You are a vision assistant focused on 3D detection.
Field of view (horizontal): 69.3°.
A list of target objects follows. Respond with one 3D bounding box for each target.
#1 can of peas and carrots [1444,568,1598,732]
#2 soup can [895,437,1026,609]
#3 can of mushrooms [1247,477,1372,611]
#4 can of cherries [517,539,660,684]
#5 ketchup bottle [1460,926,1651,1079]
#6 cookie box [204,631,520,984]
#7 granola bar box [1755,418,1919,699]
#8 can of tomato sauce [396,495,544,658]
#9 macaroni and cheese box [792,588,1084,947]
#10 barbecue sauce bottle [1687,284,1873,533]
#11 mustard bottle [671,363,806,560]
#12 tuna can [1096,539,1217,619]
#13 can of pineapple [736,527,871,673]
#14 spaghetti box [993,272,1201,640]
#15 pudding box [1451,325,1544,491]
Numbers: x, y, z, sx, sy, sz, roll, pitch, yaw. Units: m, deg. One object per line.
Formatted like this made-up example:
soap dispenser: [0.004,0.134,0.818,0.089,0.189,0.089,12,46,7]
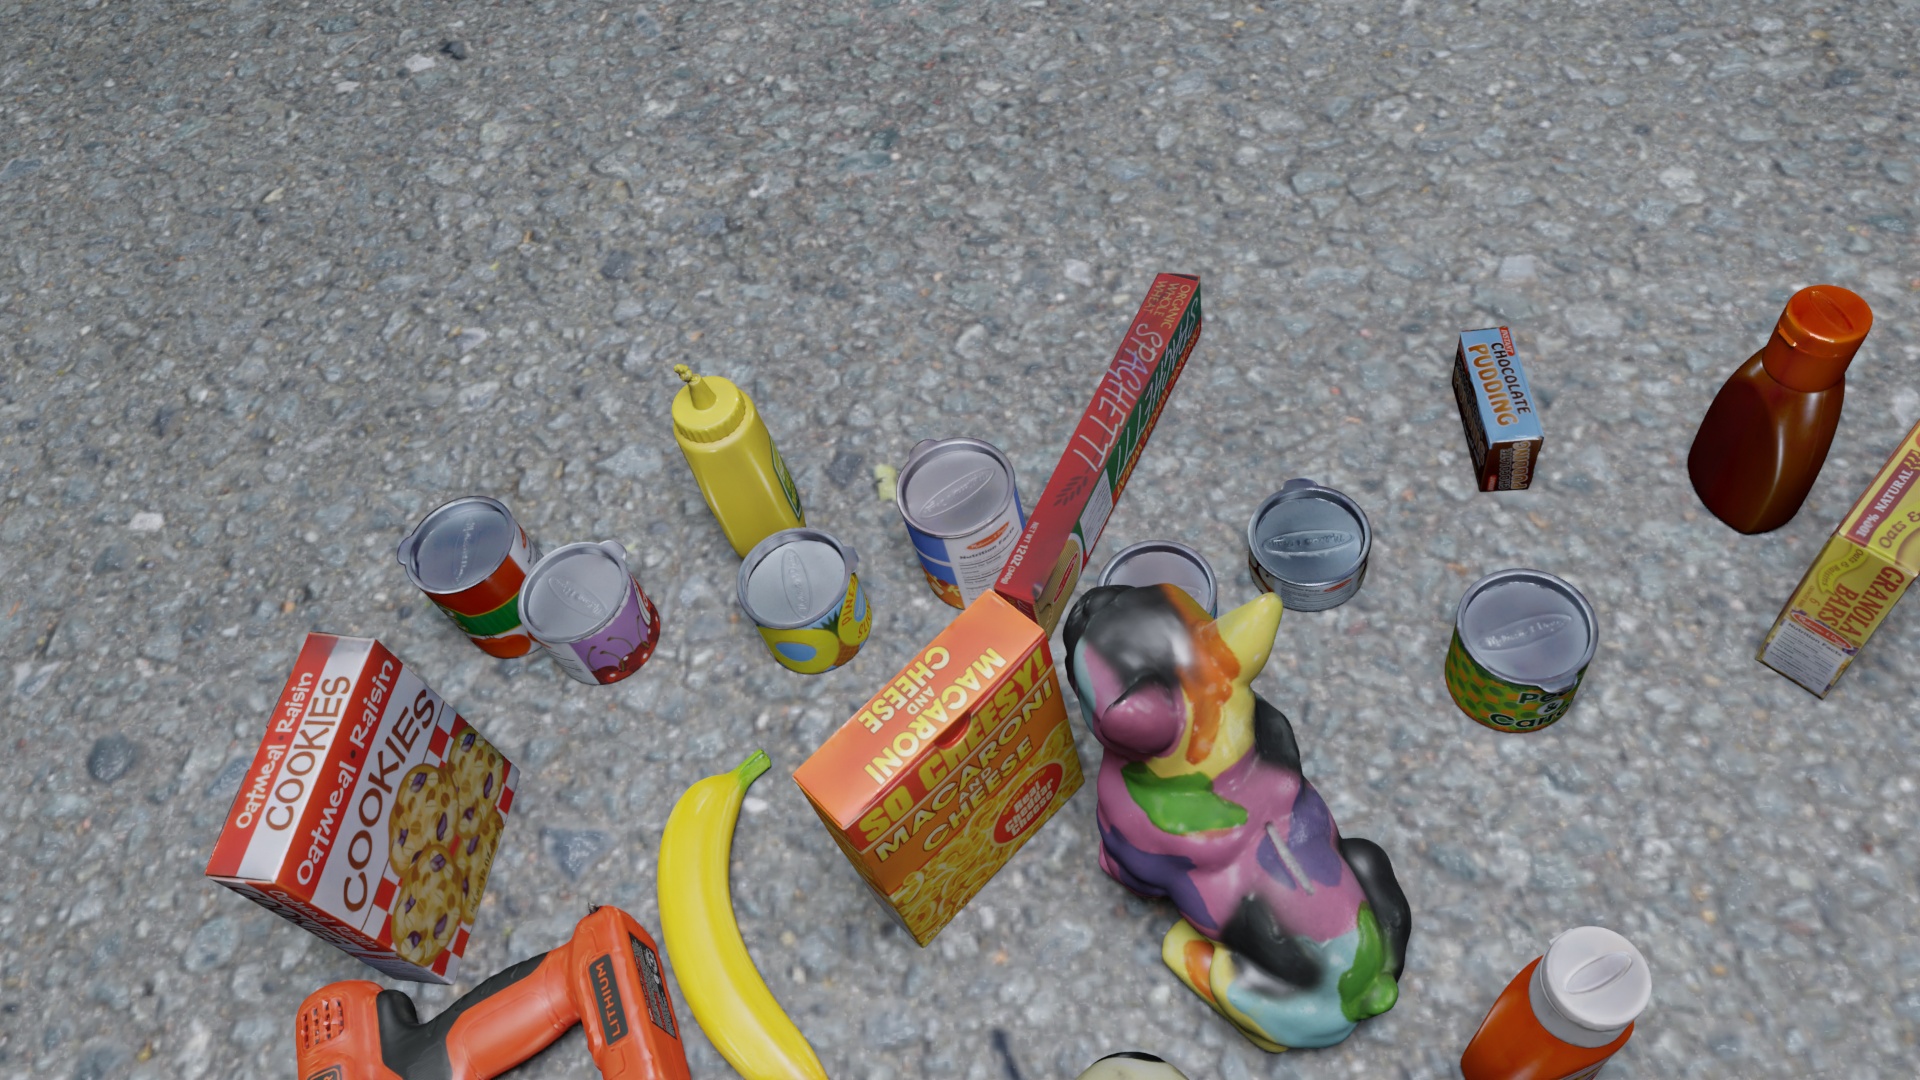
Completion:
can of peas and carrots: [0.285,0.059,0.706,0.071,0.058,0.071,-5,57,8]
soup can: [0.003,-0.010,0.792,0.071,0.083,0.072,-5,57,8]
can of mushrooms: [0.194,0.003,0.776,0.071,0.033,0.071,-5,57,8]
can of cherries: [-0.215,0.042,0.818,0.071,0.058,0.072,-5,57,8]
ketchup bottle: [0.245,0.197,0.569,0.065,0.148,0.044,-27,56,-6]
cookie box: [-0.293,0.140,0.704,0.040,0.166,0.123,1,58,12]
granola bar box: [0.465,-0.017,0.679,0.039,0.123,0.166,36,71,29]
can of tomato sauce: [-0.282,0.024,0.828,0.071,0.082,0.071,-5,57,8]
macaroni and cheese box: [-0.002,0.114,0.663,0.124,0.165,0.040,-43,60,-16]
barbecue sauce bottle: [0.417,-0.067,0.707,0.044,0.148,0.065,-19,56,-1]
mustard bottle: [-0.130,-0.048,0.798,0.049,0.159,0.065,-20,56,-1]
tuna can: [0.110,0.038,0.770,0.071,0.032,0.071,-5,57,8]
can of pineapple: [-0.087,0.035,0.797,0.071,0.057,0.071,-5,57,8]
spaghetti box: [0.087,-0.055,0.825,0.029,0.050,0.251,18,62,21]
pudding box: [0.306,-0.076,0.794,0.030,0.049,0.084,-6,56,8]
